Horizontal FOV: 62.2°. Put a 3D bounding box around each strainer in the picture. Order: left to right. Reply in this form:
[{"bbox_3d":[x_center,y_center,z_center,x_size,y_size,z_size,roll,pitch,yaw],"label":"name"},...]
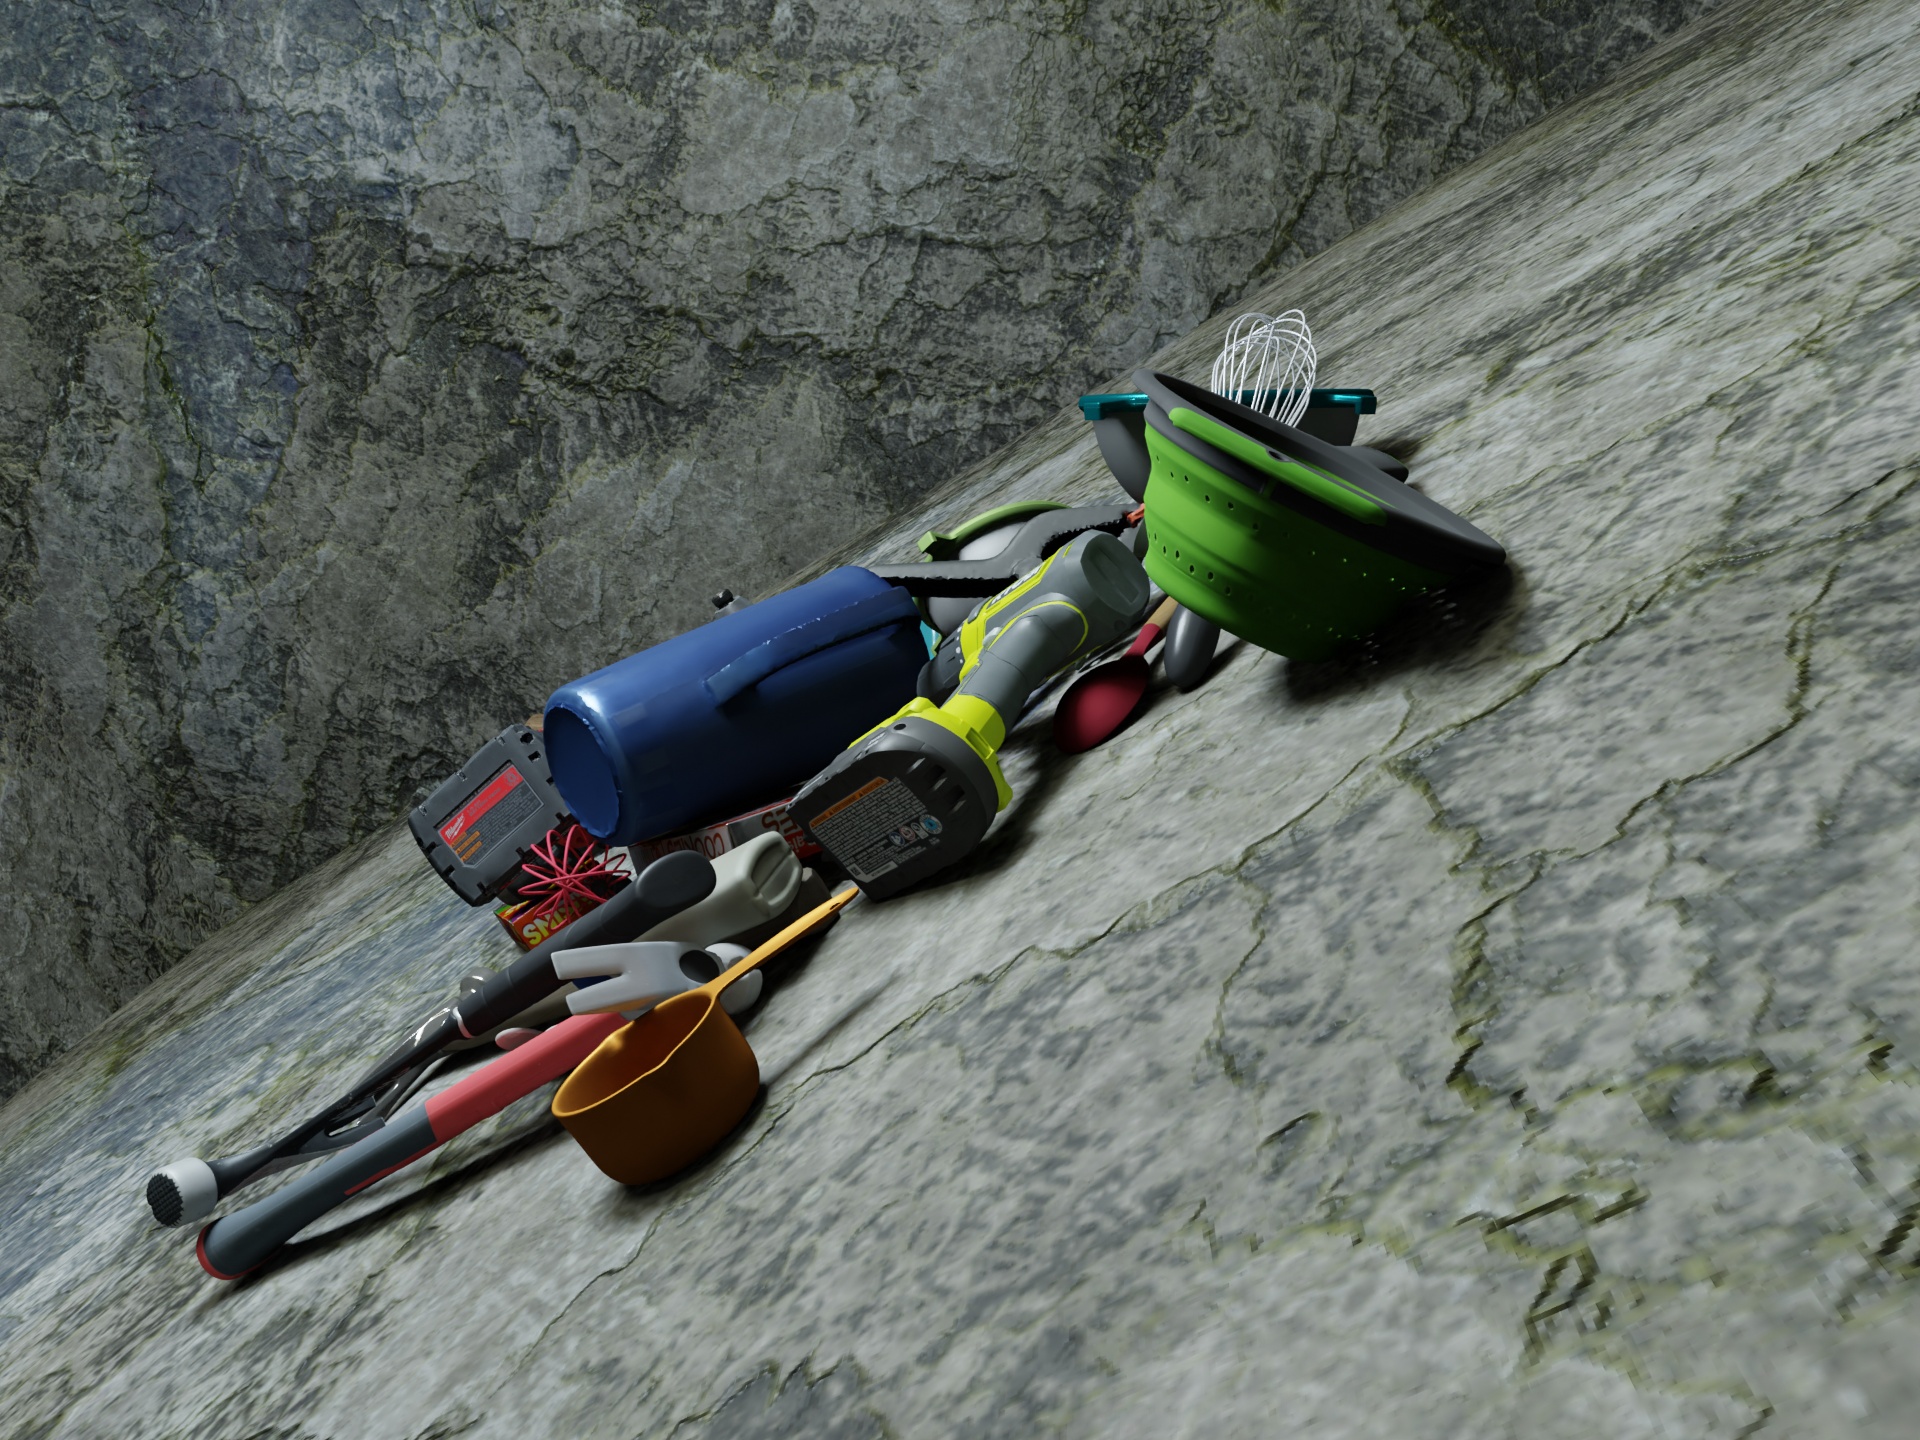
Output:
[{"bbox_3d":[0.094,-0.107,1.218,0.256,0.069,0.151,-17,-33,-7],"label":"strainer"},{"bbox_3d":[0.200,-0.203,1.219,0.211,0.095,0.340,0,9,7],"label":"strainer"}]

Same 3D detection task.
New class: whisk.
[{"bbox_3d":[-0.258,0.117,1.121,0.073,0.073,0.296,-35,-4,-9],"label":"whisk"},{"bbox_3d":[0.167,-0.141,0.970,0.070,0.070,0.285,-18,46,50],"label":"whisk"}]

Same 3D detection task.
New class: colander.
[{"bbox_3d":[0.191,-0.105,0.880,0.094,0.204,0.397,-64,-16,18],"label":"colander"}]

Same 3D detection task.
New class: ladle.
[{"bbox_3d":[0.137,-0.067,1.036,0.069,0.031,0.315,-24,13,39],"label":"ladle"}]

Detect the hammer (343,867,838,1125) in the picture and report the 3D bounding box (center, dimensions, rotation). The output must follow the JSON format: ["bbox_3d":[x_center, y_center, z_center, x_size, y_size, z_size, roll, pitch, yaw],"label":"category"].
[{"bbox_3d":[-0.237,0.172,1.007,0.410,0.038,0.146,-23,17,37],"label":"hammer"}]

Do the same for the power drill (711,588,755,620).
[{"bbox_3d":[-0.180,-0.063,1.540,0.078,0.143,0.220,-37,15,-10],"label":"power drill"}]

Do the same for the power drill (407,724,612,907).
[{"bbox_3d":[-0.312,0.078,1.178,0.188,0.080,0.226,-40,-7,8],"label":"power drill"}]

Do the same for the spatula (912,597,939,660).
[{"bbox_3d":[-0.044,-0.025,1.273,0.318,0.044,0.082,-82,11,-70],"label":"spatula"}]

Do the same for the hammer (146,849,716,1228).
[{"bbox_3d":[-0.287,0.178,0.901,0.409,0.036,0.149,-33,-10,26],"label":"hammer"}]

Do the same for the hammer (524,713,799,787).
[{"bbox_3d":[-0.243,0.013,1.337,0.331,0.031,0.130,2,45,33],"label":"hammer"}]

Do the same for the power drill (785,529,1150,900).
[{"bbox_3d":[-0.001,-0.003,0.935,0.190,0.080,0.229,-33,14,47],"label":"power drill"}]

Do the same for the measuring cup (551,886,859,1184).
[{"bbox_3d":[-0.103,0.146,0.740,0.173,0.052,0.095,-36,12,-23],"label":"measuring cup"}]

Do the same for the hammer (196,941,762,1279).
[{"bbox_3d":[-0.292,0.217,0.856,0.386,0.038,0.143,-32,-20,20],"label":"hammer"}]

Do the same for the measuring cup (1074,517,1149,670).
[{"bbox_3d":[0.131,-0.097,1.069,0.167,0.038,0.083,-61,-16,17],"label":"measuring cup"}]

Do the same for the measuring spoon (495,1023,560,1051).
[{"bbox_3d":[-0.242,0.179,0.909,0.034,0.018,0.124,-24,-16,-4],"label":"measuring spoon"}]
